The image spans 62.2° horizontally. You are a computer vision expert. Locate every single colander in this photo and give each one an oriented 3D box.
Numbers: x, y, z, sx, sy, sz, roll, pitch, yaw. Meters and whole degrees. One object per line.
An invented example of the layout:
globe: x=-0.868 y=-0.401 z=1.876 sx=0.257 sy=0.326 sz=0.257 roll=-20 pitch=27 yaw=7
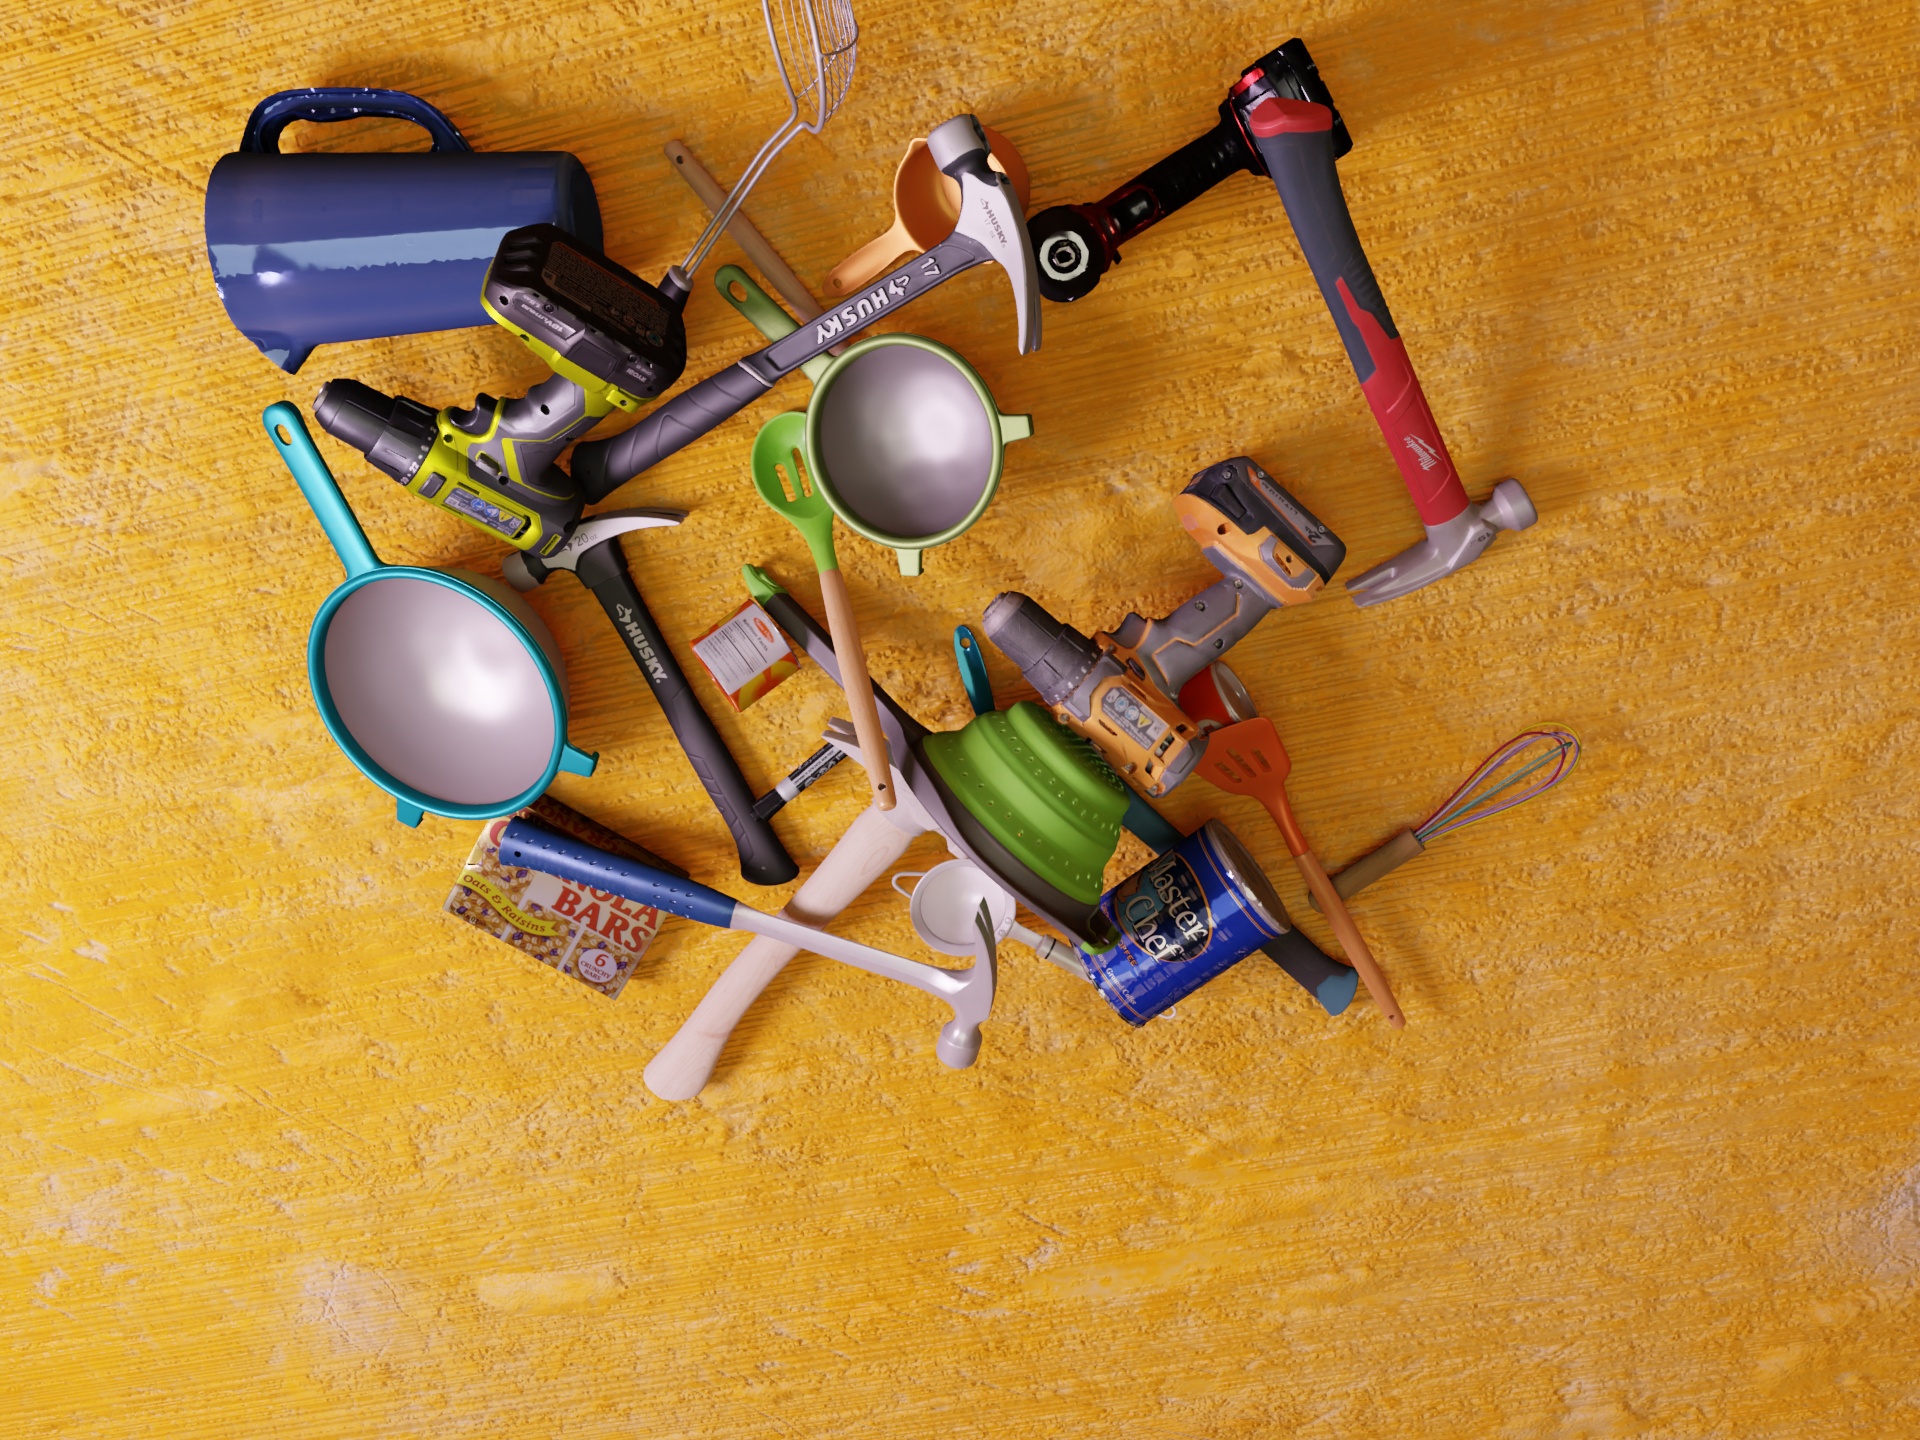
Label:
colander: x=-0.002 y=-0.004 z=1.167 sx=0.397 sy=0.204 sz=0.094 roll=45 pitch=100 yaw=12

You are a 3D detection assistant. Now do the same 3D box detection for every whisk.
whisk: x=0.378 y=0.079 z=1.253 sx=0.245 sy=0.051 sz=0.047 roll=-37 pitch=84 yaw=20

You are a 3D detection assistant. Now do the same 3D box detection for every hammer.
hammer: x=0.265 y=-0.235 z=1.061 sx=0.143 sy=0.038 sz=0.385 roll=-29 pitch=129 yaw=13
hammer: x=-0.215 y=-0.012 z=1.254 sx=0.146 sy=0.035 sz=0.334 roll=-23 pitch=108 yaw=13
hammer: x=-0.122 y=-0.244 z=1.095 sx=0.409 sy=0.036 sz=0.149 roll=-23 pitch=96 yaw=31
hammer: x=-0.152 y=0.173 z=1.289 sx=0.146 sy=0.038 sz=0.410 roll=37 pitch=118 yaw=-7
hammer: x=0.199 y=0.125 z=1.281 sx=0.331 sy=0.033 sz=0.128 roll=41 pitch=107 yaw=-12
hammer: x=-0.165 y=0.149 z=1.240 sx=0.405 sy=0.035 sz=0.144 roll=18 pitch=119 yaw=5

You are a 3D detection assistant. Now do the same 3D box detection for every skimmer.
skimmer: x=-0.181 y=-0.354 z=1.067 sx=0.090 sy=0.127 sz=0.363 roll=11 pitch=133 yaw=-43

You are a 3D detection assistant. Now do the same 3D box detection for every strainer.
strainer: x=0.062 y=0.181 z=1.296 sx=0.258 sy=0.050 sz=0.087 roll=28 pitch=106 yaw=-2
strainer: x=-0.068 y=-0.237 z=1.132 sx=0.256 sy=0.069 sz=0.151 roll=44 pitch=119 yaw=5
strainer: x=-0.405 y=-0.090 z=1.196 sx=0.211 sy=0.095 sz=0.340 roll=-16 pitch=111 yaw=23

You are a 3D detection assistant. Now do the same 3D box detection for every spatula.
spatula: x=0.276 y=0.126 z=1.246 sx=0.081 sy=0.041 sz=0.322 roll=-23 pitch=111 yaw=27

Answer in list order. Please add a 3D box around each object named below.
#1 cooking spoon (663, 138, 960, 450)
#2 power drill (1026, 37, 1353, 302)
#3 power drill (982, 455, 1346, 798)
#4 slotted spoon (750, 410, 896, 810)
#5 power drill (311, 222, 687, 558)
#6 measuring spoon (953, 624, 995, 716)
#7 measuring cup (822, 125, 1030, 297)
cooking spoon: x=-0.101 y=-0.287 z=1.148 sx=0.068 sy=0.017 sz=0.318 roll=-36 pitch=106 yaw=21
power drill: x=0.136 y=-0.350 z=1.044 sx=0.219 sy=0.143 sz=0.078 roll=-29 pitch=104 yaw=11
power drill: x=0.142 y=-0.084 z=1.137 sx=0.185 sy=0.084 sz=0.226 roll=40 pitch=85 yaw=-7
slotted spoon: x=-0.089 y=-0.081 z=1.131 sx=0.070 sy=0.031 sz=0.314 roll=-17 pitch=69 yaw=4
power drill: x=-0.311 y=-0.222 z=1.078 sx=0.190 sy=0.080 sz=0.228 roll=28 pitch=132 yaw=-29
measuring spoon: x=0.021 y=-0.016 z=1.250 sx=0.042 sy=0.021 sz=0.128 roll=-13 pitch=101 yaw=22
measuring cup: x=-0.027 y=-0.347 z=1.110 sx=0.173 sy=0.052 sz=0.095 roll=-23 pitch=110 yaw=37
